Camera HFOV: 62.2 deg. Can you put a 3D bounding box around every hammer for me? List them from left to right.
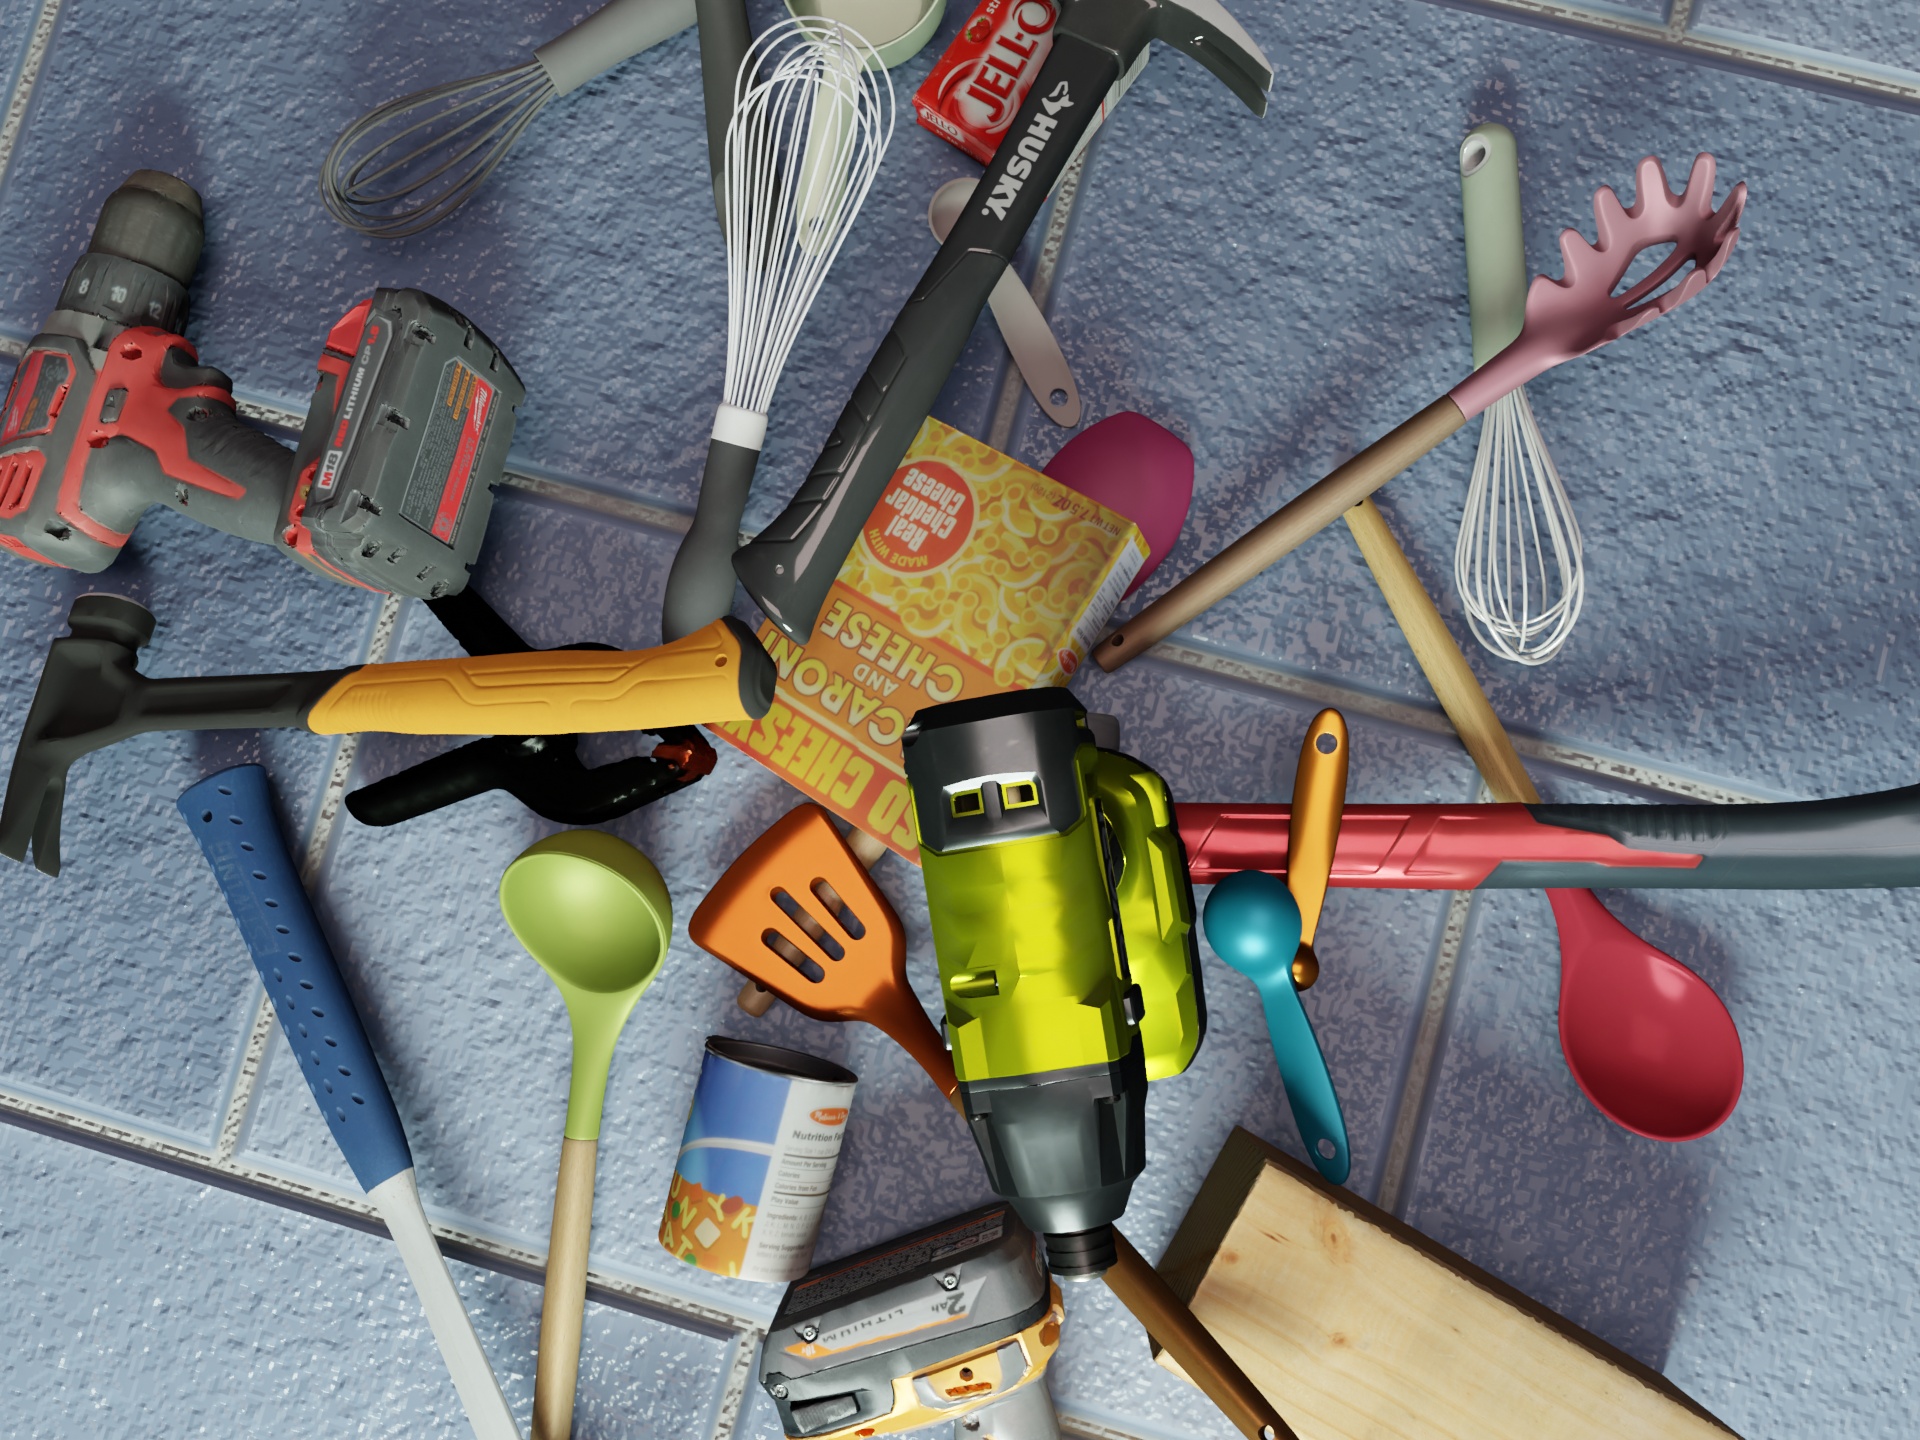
[{"bbox_3d":[-0.240,-0.003,0.663,0.337,0.034,0.127,-3,64,13],"label":"hammer"},{"bbox_3d":[-0.242,0.208,0.675,0.144,0.035,0.406,-33,78,23],"label":"hammer"},{"bbox_3d":[0.004,-0.182,0.672,0.146,0.035,0.335,27,83,8],"label":"hammer"},{"bbox_3d":[0.221,0.067,0.654,0.386,0.038,0.143,0,86,11],"label":"hammer"}]

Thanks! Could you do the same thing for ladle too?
[{"bbox_3d":[-0.170,0.206,0.676,0.078,0.062,0.320,5,87,17],"label":"ladle"},{"bbox_3d":[0.237,0.031,0.686,0.069,0.031,0.315,-27,82,2],"label":"ladle"}]

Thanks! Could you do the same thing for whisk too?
[{"bbox_3d":[-0.187,-0.296,0.730,0.239,0.055,0.055,-34,84,-5],"label":"whisk"},{"bbox_3d":[-0.110,-0.349,0.695,0.073,0.073,0.295,-6,103,2],"label":"whisk"},{"bbox_3d":[-0.087,-0.159,0.692,0.070,0.070,0.284,15,99,4],"label":"whisk"},{"bbox_3d":[0.239,-0.145,0.697,0.059,0.058,0.246,4,80,-31],"label":"whisk"}]

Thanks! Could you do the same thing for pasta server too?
[{"bbox_3d":[0.183,-0.119,0.668,0.316,0.040,0.060,-36,56,12],"label":"pasta server"}]

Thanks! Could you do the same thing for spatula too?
[{"bbox_3d":[0.013,0.162,0.629,0.081,0.041,0.323,-46,60,-2],"label":"spatula"}]

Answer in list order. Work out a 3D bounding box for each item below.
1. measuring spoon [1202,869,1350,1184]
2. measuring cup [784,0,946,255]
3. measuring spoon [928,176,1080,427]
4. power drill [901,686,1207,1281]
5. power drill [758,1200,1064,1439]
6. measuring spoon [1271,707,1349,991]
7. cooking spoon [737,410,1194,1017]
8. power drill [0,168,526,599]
[{"bbox_3d":[0.126,0.122,0.629,0.042,0.021,0.129,-24,80,37],"label":"measuring spoon"},{"bbox_3d":[-0.051,-0.292,0.729,0.083,0.038,0.167,11,92,4],"label":"measuring cup"},{"bbox_3d":[0.023,-0.189,0.726,0.034,0.018,0.124,-27,91,1],"label":"measuring spoon"},{"bbox_3d":[0.038,0.082,0.554,0.080,0.223,0.171,-10,85,11],"label":"power drill"},{"bbox_3d":[-0.011,0.335,0.645,0.185,0.084,0.226,-21,88,2],"label":"power drill"},{"bbox_3d":[0.142,0.052,0.644,0.021,0.011,0.117,8,89,11],"label":"measuring spoon"},{"bbox_3d":[-0.001,-0.002,0.704,0.069,0.017,0.319,35,87,9],"label":"cooking spoon"},{"bbox_3d":[-0.311,-0.149,0.694,0.227,0.080,0.188,9,77,18],"label":"power drill"}]
